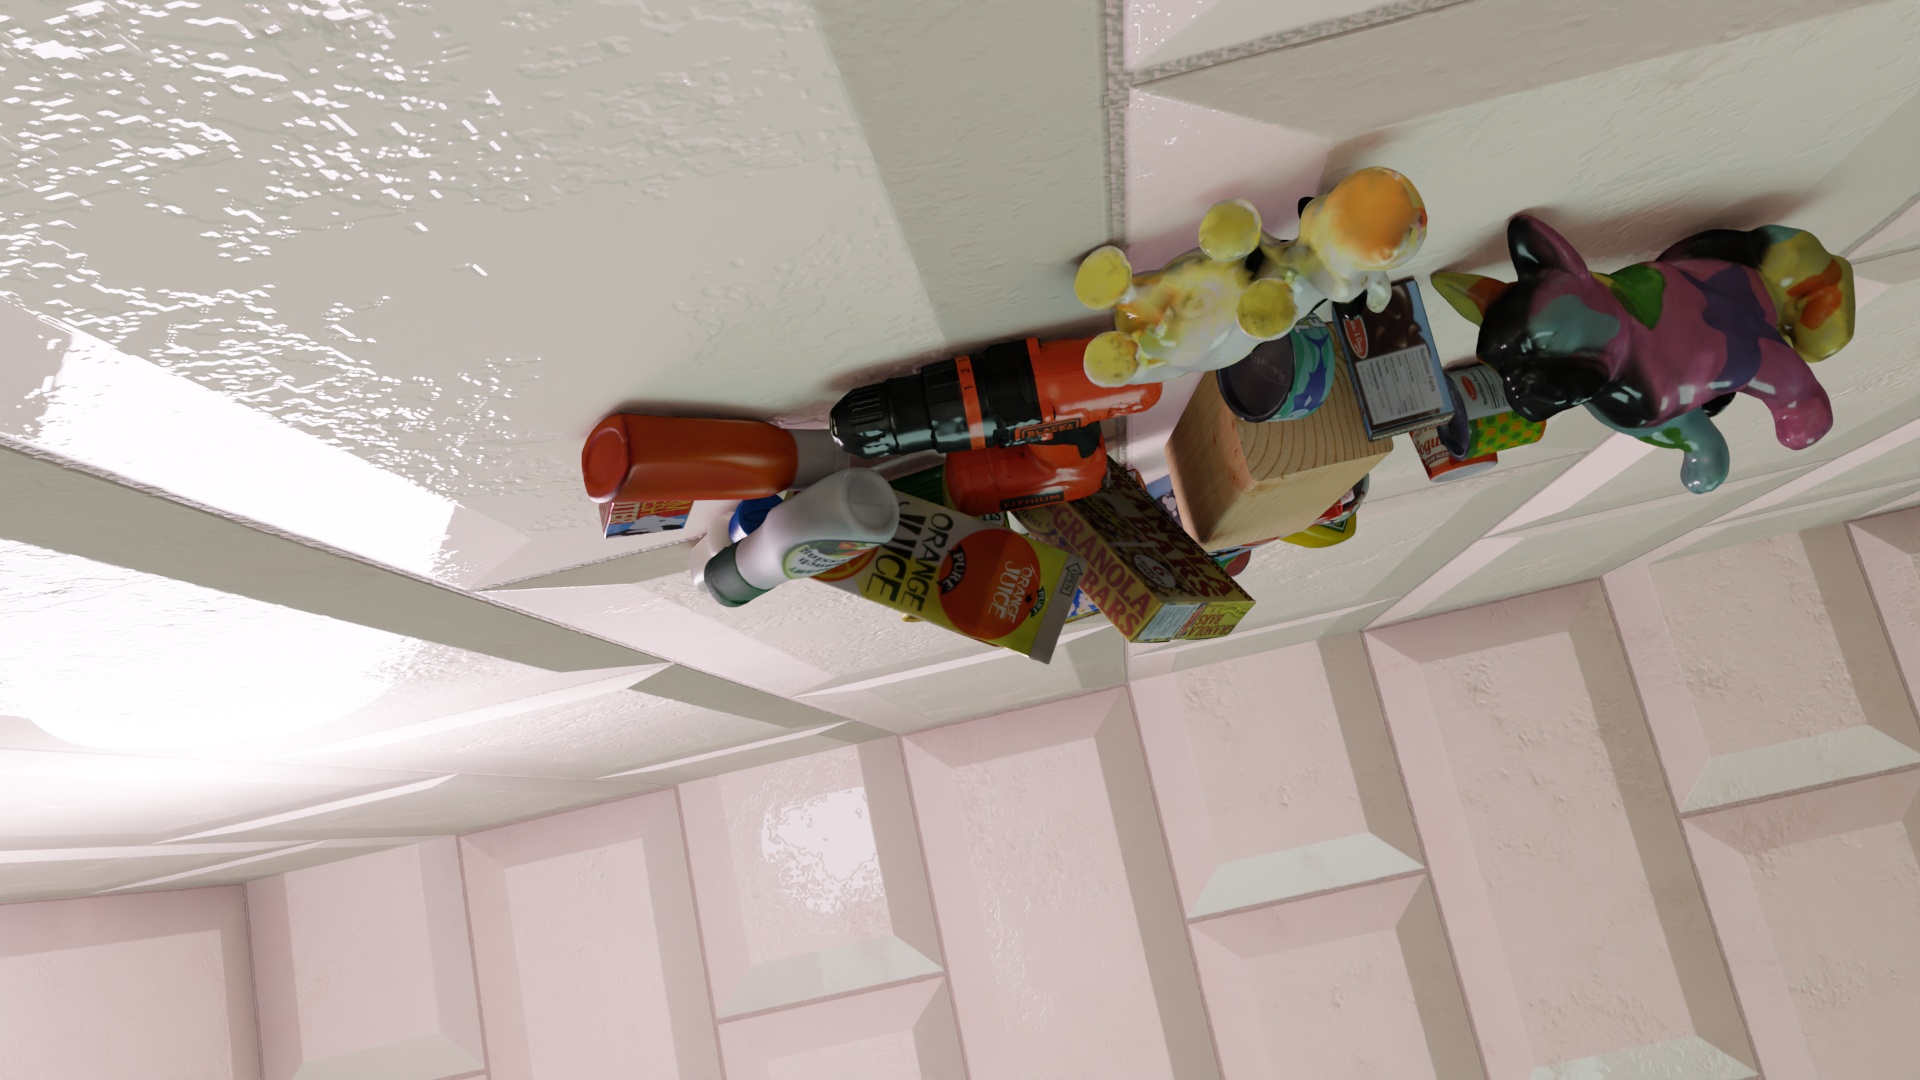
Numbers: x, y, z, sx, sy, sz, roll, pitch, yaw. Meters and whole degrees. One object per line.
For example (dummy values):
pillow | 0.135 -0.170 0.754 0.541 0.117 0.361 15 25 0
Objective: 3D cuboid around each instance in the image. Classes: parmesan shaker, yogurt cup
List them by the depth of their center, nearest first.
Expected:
parmesan shaker | -0.043 -0.008 0.978 0.103 0.071 0.071 -17 167 19
yogurt cup | 0.403 -0.080 1.132 0.072 0.054 0.072 -12 168 -2

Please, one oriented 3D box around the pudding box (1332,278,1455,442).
pudding box | 0.250 -0.104 0.805 0.049 0.084 0.030 -15 170 10

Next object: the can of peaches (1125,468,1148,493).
can of peaches | 0.122 -0.018 1.105 0.058 0.071 0.071 -17 167 16

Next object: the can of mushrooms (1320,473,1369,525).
can of mushrooms | 0.301 -0.047 1.151 0.071 0.071 0.033 -13 167 4

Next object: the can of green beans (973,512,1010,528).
can of green beans | 0.003 -0.012 1.032 0.071 0.058 0.071 -12 167 -3

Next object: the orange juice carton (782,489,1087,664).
orange juice carton | -0.020 0.015 0.888 0.193 0.072 0.073 19 176 17

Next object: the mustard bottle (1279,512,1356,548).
mustard bottle | 0.294 -0.029 1.239 0.160 0.065 0.048 5 163 -44

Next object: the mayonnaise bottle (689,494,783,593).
mayonnaise bottle | -0.153 0.003 0.986 0.065 0.041 0.147 -6 167 -20

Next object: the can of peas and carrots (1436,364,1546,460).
can of peas and carrots | 0.385 -0.096 1.015 0.059 0.071 0.071 -13 167 2

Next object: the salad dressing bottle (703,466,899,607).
salad dressing bottle | -0.098 0.002 0.824 0.064 0.044 0.147 3 159 -43

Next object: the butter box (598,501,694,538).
butter box | -0.191 -0.028 0.849 0.053 0.024 0.103 -9 168 -19

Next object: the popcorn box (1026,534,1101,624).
popcorn box | 0.073 0.038 1.265 0.126 0.085 0.038 -21 166 32

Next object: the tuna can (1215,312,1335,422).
tuna can | 0.179 -0.103 0.788 0.033 0.071 0.071 -6 166 -30

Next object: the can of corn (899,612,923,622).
can of corn | -0.028 0.037 1.222 0.071 0.058 0.071 -12 167 -3

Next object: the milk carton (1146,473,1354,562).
milk carton | 0.234 -0.037 1.118 0.073 0.072 0.190 -2 164 -37

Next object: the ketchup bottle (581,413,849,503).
ketchup bottle | -0.133 -0.045 0.783 0.149 0.043 0.064 -2 163 -40

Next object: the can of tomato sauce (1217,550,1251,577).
can of tomato sauce | 0.222 0.003 1.304 0.083 0.071 0.071 -2 164 -37

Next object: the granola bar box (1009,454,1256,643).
granola bar box | 0.108 0.001 0.956 0.124 0.166 0.039 2 129 -50
